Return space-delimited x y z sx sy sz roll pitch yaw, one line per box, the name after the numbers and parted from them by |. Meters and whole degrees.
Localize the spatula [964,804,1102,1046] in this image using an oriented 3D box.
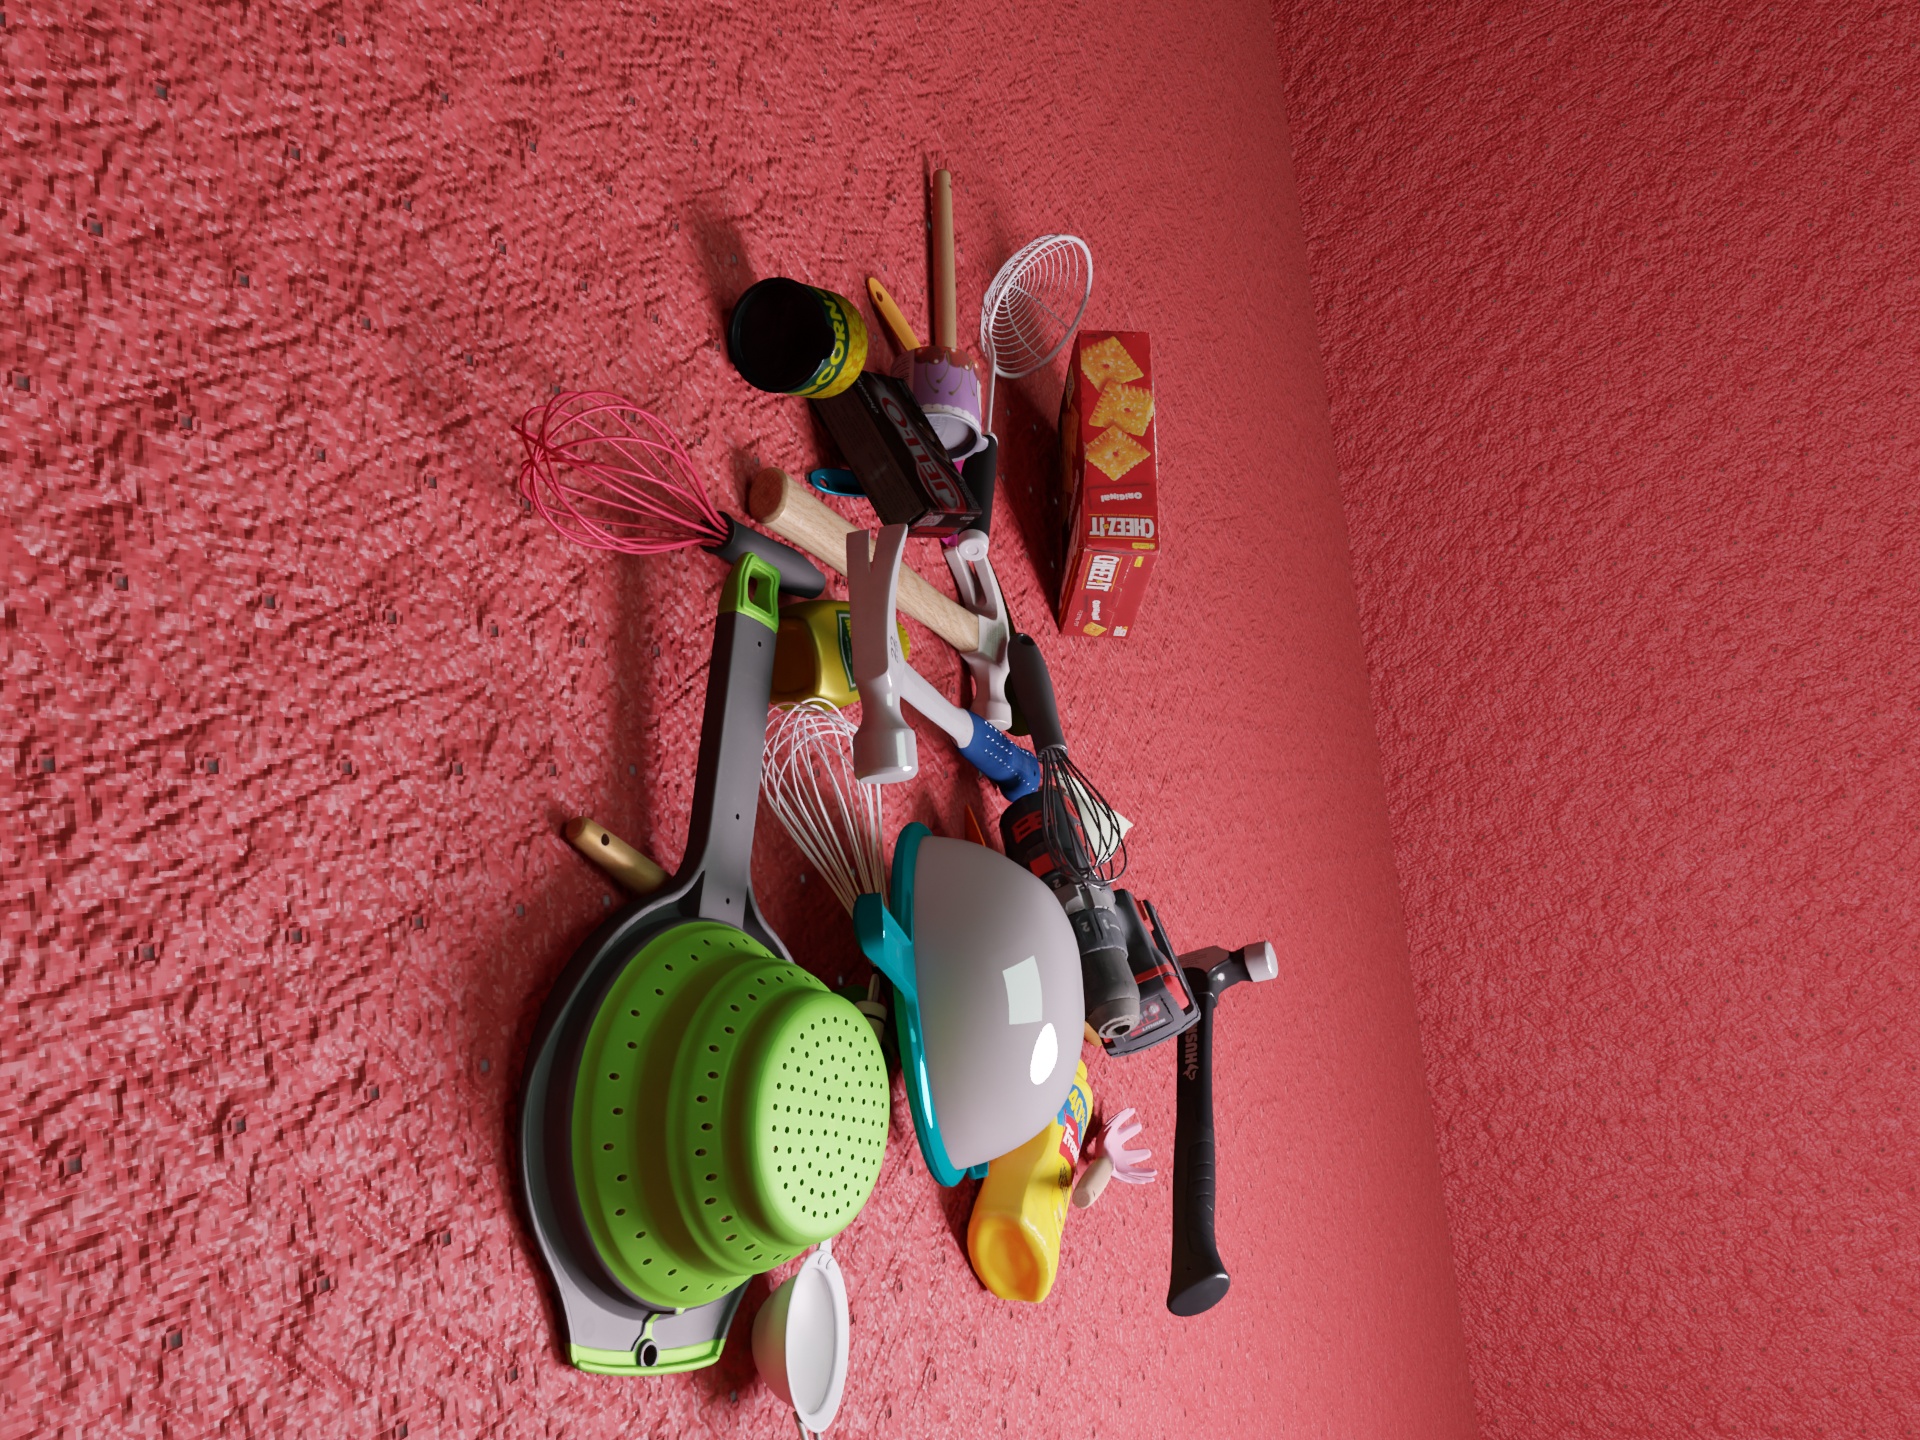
0.059 0.175 1.186 0.322 0.041 0.081 54 12 -49 | spatula

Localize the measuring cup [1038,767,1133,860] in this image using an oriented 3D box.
0.081 0.071 1.210 0.038 0.083 0.167 -65 162 -9 | measuring cup

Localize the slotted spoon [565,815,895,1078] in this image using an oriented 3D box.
-0.108 0.130 0.842 0.313 0.031 0.070 50 41 -47 | slotted spoon

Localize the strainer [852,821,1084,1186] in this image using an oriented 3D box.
0.015 0.139 0.869 0.340 0.095 0.211 68 16 -70 | strainer

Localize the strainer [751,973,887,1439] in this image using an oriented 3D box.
-0.069 0.255 0.837 0.086 0.050 0.259 62 33 -54 | strainer

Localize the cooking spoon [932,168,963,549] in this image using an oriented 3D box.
-0.011 -0.284 1.225 0.068 0.017 0.319 28 57 -60 | cooking spoon

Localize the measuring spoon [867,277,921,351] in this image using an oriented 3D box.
-0.039 -0.271 1.160 0.116 0.011 0.021 55 37 -28 | measuring spoon

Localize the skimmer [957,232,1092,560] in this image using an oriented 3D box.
0.053 -0.249 1.235 0.127 0.090 0.364 96 0 -47 | skimmer

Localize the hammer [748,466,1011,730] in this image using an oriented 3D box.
-0.042 -0.094 1.067 0.331 0.031 0.130 30 54 -60 | hammer

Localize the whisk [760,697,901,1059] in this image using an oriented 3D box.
-0.056 0.108 0.940 0.070 0.070 0.284 -65 144 -53 | whisk

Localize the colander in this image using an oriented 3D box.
-0.091 0.102 0.754 0.204 0.094 0.397 31 59 -55 | colander

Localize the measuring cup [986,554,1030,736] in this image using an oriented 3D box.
0.029 -0.061 1.239 0.062 0.029 0.156 4 67 -66 | measuring cup

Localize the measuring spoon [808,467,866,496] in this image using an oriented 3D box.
-0.066 -0.152 1.059 0.128 0.021 0.042 -7 67 -58 | measuring spoon

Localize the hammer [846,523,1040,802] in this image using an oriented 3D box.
-0.002 -0.003 1.020 0.405 0.035 0.144 40 44 -73 | hammer

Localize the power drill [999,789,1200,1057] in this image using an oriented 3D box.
0.107 0.173 1.168 0.226 0.080 0.188 55 12 -53 | power drill

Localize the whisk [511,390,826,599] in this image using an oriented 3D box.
-0.136 -0.103 0.824 0.295 0.073 0.073 23 61 -69 | whisk

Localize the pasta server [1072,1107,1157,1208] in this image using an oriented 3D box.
0.110 0.327 1.165 0.316 0.040 0.060 45 25 -77 | pasta server

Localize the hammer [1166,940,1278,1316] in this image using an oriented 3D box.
0.176 0.306 1.231 0.335 0.146 0.035 -78 147 -53 | hammer

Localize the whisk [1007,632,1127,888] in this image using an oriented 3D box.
0.067 0.022 1.113 0.055 0.055 0.239 54 16 -46 | whisk
